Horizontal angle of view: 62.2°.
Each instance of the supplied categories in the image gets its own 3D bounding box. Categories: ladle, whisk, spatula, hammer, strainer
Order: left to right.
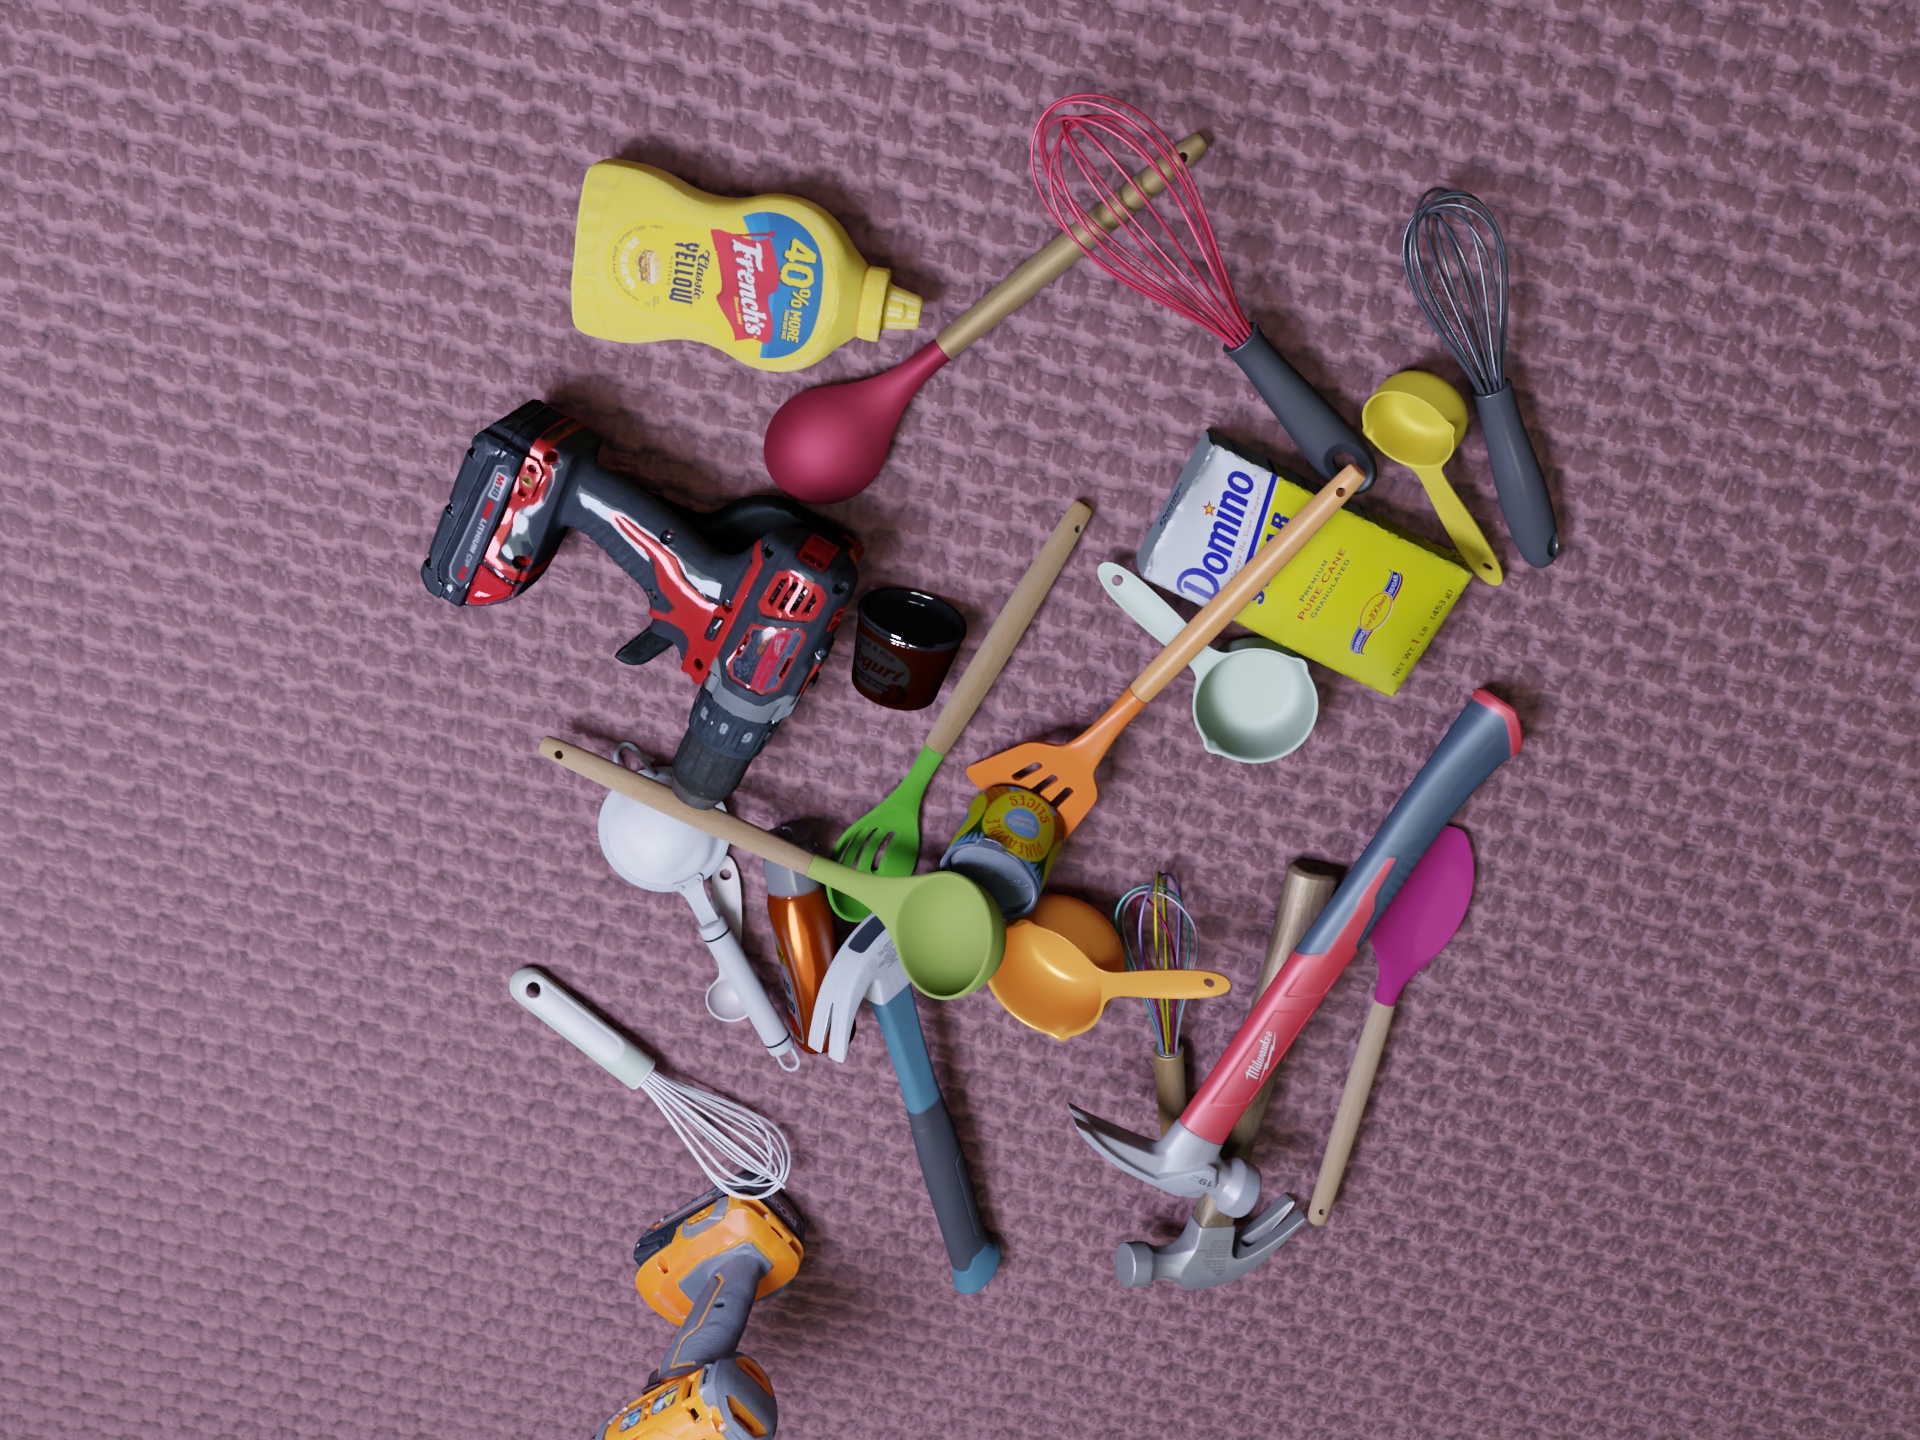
[{"bbox_3d":[-0.217,0.255,1.121,0.246,0.059,0.058,41,71,-10],"label":"whisk"},{"bbox_3d":[-0.166,0.132,1.057,0.087,0.050,0.258,-24,109,5],"label":"strainer"},{"bbox_3d":[-0.120,0.082,0.991,0.320,0.062,0.078,24,101,1],"label":"ladle"},{"bbox_3d":[-0.021,0.272,1.103,0.033,0.128,0.330,16,131,42],"label":"hammer"},{"bbox_3d":[0.011,-0.229,0.913,0.315,0.031,0.069,-36,108,14],"label":"ladle"},{"bbox_3d":[0.139,0.210,1.087,0.051,0.047,0.244,-14,118,-12],"label":"whisk"},{"bbox_3d":[0.124,-0.036,0.957,0.081,0.041,0.322,39,117,-7],"label":"spatula"},{"bbox_3d":[0.144,-0.226,0.880,0.073,0.073,0.295,-39,118,17],"label":"whisk"},{"bbox_3d":[0.204,0.250,1.097,0.130,0.031,0.331,4,110,-21],"label":"hammer"},{"bbox_3d":[0.223,0.140,1.021,0.143,0.038,0.386,28,102,-16],"label":"hammer"},{"bbox_3d":[0.305,-0.191,0.910,0.055,0.055,0.238,-21,116,11],"label":"whisk"}]

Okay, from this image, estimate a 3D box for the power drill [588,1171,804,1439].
[{"bbox_3d":[-0.193,0.435,1.097,0.164,0.227,0.084,-34,108,15],"label":"power drill"}]

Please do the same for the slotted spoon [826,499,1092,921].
[{"bbox_3d":[-0.002,-0.003,1.008,0.070,0.031,0.313,14,115,-41],"label":"slotted spoon"}]

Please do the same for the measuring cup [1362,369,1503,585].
[{"bbox_3d":[0.290,-0.142,0.937,0.156,0.062,0.029,49,66,-31],"label":"measuring cup"}]

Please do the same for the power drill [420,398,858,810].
[{"bbox_3d":[-0.192,-0.063,0.932,0.226,0.080,0.187,28,116,-5],"label":"power drill"}]

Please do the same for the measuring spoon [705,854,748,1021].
[{"bbox_3d":[-0.159,0.148,1.091,0.034,0.018,0.124,0,107,-2],"label":"measuring spoon"}]

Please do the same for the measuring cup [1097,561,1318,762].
[{"bbox_3d":[0.149,-0.045,0.984,0.167,0.038,0.083,41,112,-7],"label":"measuring cup"}]

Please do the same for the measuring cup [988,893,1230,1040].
[{"bbox_3d":[0.100,0.156,1.029,0.174,0.052,0.095,-4,114,32],"label":"measuring cup"}]

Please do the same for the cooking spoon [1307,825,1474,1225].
[{"bbox_3d":[0.284,0.214,1.092,0.068,0.017,0.318,8,110,-7],"label":"cooking spoon"}]
